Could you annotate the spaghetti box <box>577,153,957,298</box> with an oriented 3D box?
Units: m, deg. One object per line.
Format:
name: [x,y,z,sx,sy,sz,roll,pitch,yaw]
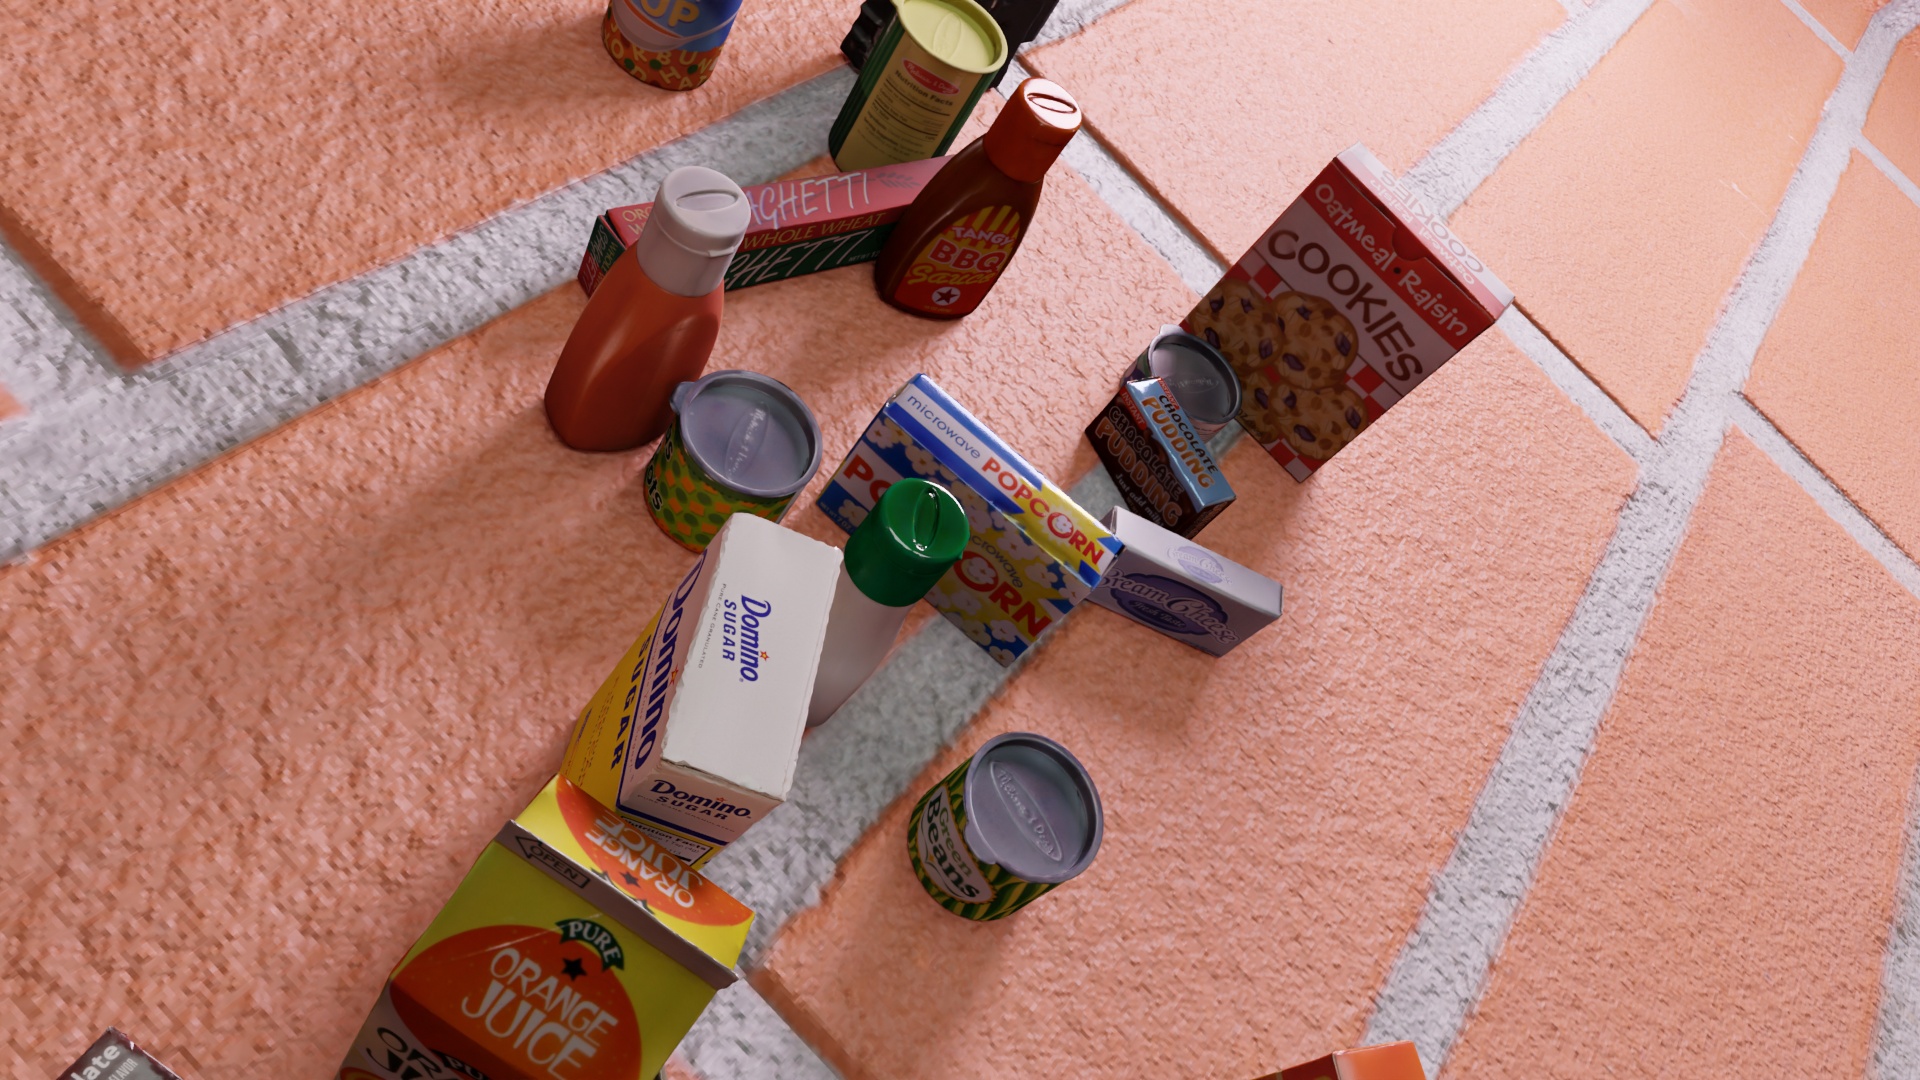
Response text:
spaghetti box: [-0.080,-0.165,0.732,0.251,0.050,0.029,-22,73,-39]

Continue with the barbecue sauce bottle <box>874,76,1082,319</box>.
barbecue sauce bottle: [0.011,-0.177,0.728,0.065,0.147,0.044,5,58,-28]

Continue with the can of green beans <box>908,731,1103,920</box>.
can of green beans: [0.018,0.123,0.595,0.071,0.057,0.071,15,54,-22]

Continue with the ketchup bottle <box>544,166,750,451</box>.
ketchup bottle: [-0.130,-0.095,0.590,0.065,0.148,0.043,-20,72,-38]

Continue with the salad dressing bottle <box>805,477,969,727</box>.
salad dressing bottle: [-0.044,0.027,0.562,0.044,0.147,0.064,22,52,-17]

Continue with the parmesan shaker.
parmesan shaker: [-0.029,-0.253,0.785,0.071,0.102,0.071,15,54,-22]

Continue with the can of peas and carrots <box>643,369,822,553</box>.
can of peas and carrots: [-0.105,-0.035,0.625,0.071,0.058,0.071,15,54,-22]

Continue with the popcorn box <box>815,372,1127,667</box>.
popcorn box: [0.002,-0.008,0.654,0.126,0.084,0.038,40,49,-2]

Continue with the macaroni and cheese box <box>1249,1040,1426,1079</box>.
macaroni and cheese box: [0.110,0.258,0.489,0.040,0.165,0.124,3,59,-30]

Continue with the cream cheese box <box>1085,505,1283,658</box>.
cream cheese box: [0.109,0.023,0.718,0.104,0.053,0.024,24,51,-15]

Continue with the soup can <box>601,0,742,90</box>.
soup can: [-0.154,-0.297,0.752,0.071,0.083,0.072,15,54,-22]

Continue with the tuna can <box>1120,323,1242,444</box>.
tuna can: [0.128,-0.090,0.818,0.071,0.032,0.071,15,54,-22]

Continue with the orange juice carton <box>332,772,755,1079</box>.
orange juice carton: [-0.125,0.134,0.413,0.072,0.191,0.073,37,49,-5]

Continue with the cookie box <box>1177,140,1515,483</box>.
cookie box: [0.212,-0.126,0.802,0.123,0.166,0.040,46,49,3]

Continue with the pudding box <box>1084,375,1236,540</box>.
pudding box: [0.109,-0.043,0.764,0.030,0.049,0.084,-16,69,-37]
